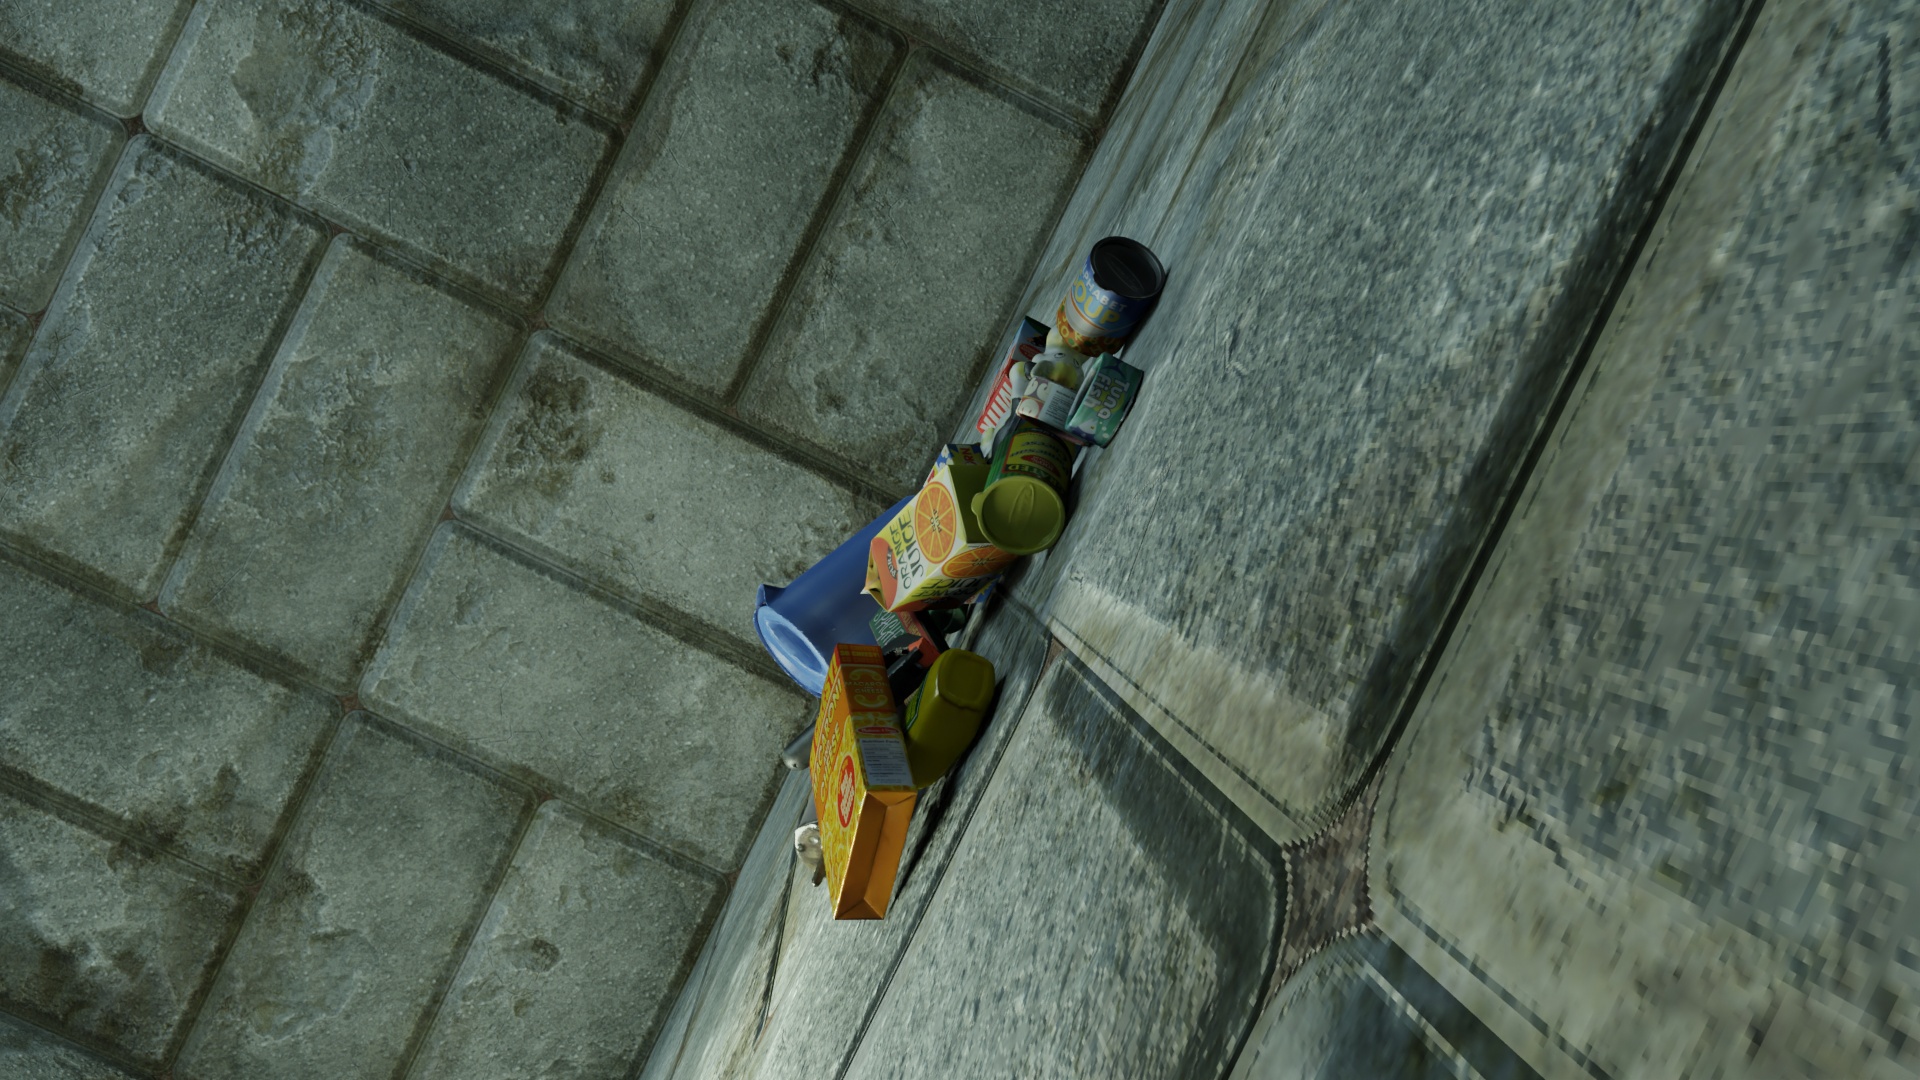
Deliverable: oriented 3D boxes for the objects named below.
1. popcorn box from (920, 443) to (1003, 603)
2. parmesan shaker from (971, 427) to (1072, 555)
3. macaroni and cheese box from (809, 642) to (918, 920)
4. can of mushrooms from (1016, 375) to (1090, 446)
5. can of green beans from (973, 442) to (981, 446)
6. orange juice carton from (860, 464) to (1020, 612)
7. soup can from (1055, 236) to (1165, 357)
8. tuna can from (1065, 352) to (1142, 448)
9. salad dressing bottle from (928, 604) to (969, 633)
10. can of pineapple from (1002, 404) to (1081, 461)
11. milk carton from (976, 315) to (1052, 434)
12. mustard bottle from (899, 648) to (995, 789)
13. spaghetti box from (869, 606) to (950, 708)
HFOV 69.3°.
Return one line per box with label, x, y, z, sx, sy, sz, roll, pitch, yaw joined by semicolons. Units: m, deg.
popcorn box;0.005;-0.016;1.286;0.084;0.038;0.127;-61;39;42
parmesan shaker;0.050;-0.042;1.084;0.071;0.071;0.103;-62;5;27
macaroni and cheese box;-0.076;0.173;1.020;0.167;0.040;0.123;-111;31;-55
can of mushrooms;0.080;-0.104;1.118;0.071;0.071;0.033;-157;92;-85
can of green beans;0.029;-0.062;1.456;0.057;0.071;0.071;-62;5;21
orange juice carton;-0.017;0.009;1.207;0.191;0.072;0.073;-42;56;51
soup can;0.123;-0.203;1.168;0.072;0.071;0.083;-67;5;-35
tuna can;0.107;-0.105;1.037;0.071;0.033;0.071;-63;4;9
salad dressing bottle;-0.005;0.042;1.408;0.148;0.044;0.064;-75;8;-62
can of pineapple;0.074;-0.093;1.184;0.071;0.058;0.071;-63;5;10
milk carton;0.071;-0.152;1.436;0.072;0.073;0.191;-60;6;34
mustard bottle;-0.023;0.144;1.019;0.066;0.049;0.159;-73;9;-45
spaghetti box;-0.039;0.097;1.214;0.050;0.028;0.250;-52;18;4
